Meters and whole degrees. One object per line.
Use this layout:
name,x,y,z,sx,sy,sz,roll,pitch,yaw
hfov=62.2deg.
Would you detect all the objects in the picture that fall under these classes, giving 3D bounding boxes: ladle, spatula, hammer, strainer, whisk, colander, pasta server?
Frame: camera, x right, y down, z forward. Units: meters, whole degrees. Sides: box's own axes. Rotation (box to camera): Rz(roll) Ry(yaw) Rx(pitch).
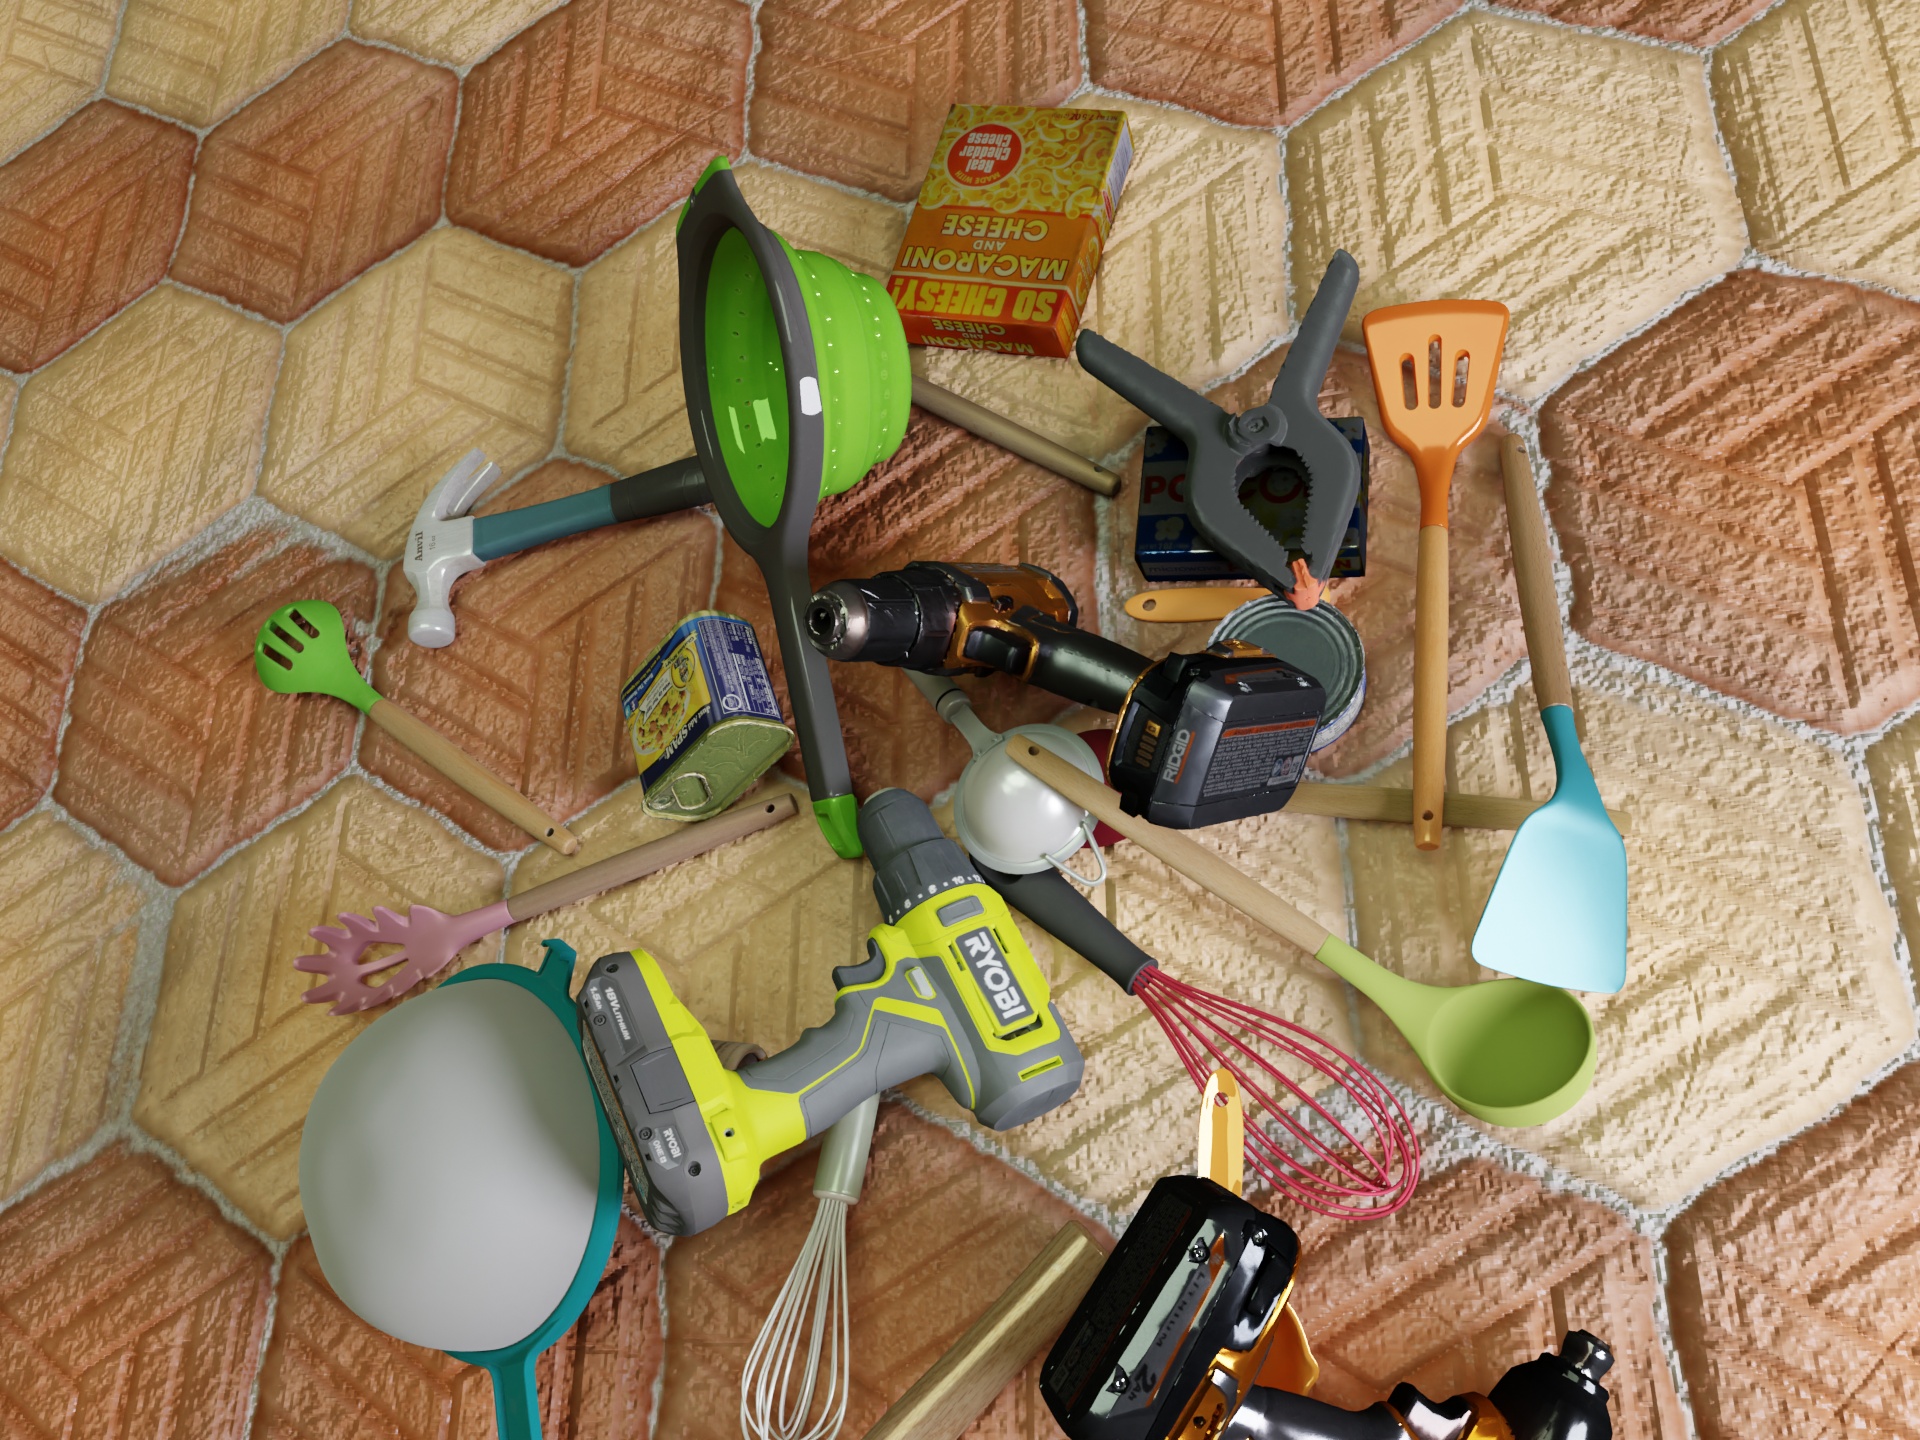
ladle,0.184,0.043,0.840,0.315,0.031,0.069,3,73,17
spatula,0.292,-0.020,0.811,0.082,0.044,0.318,13,56,-11
hammer,-0.212,-0.144,1.038,0.331,0.033,0.128,-13,66,12
strainer,-0.265,0.290,0.808,0.211,0.095,0.341,-27,65,30
strainer,-0.001,-0.003,0.894,0.087,0.050,0.259,-41,51,1
whisk,-0.067,0.254,0.822,0.059,0.057,0.246,-1,63,26
colander,-0.073,-0.122,0.924,0.094,0.204,0.397,-11,88,-24
pasta server,-0.245,0.103,0.944,0.316,0.040,0.060,-21,76,7
spatula,0.253,-0.085,0.854,0.081,0.041,0.323,0,64,17
hammer,-0.049,0.369,0.753,0.331,0.031,0.130,-42,99,-11
ladle,0.157,0.090,0.778,0.320,0.062,0.078,33,61,14
whisk,0.106,0.143,0.808,0.296,0.073,0.073,38,83,33

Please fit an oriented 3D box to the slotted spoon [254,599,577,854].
slotted spoon,-0.358,0.003,1.028,0.314,0.031,0.070,31,80,24

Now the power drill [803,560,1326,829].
power drill,0.047,-0.025,0.809,0.226,0.185,0.084,28,110,34

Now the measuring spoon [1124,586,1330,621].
measuring spoon,0.150,-0.069,0.903,0.117,0.011,0.021,-2,68,17

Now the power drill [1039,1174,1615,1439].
power drill,0.167,0.289,0.673,0.226,0.084,0.164,36,81,-6

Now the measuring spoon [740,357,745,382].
measuring spoon,-0.158,-0.273,1.081,0.034,0.018,0.124,-35,62,2

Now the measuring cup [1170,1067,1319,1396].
measuring cup,0.115,0.250,0.742,0.095,0.052,0.174,4,79,-2

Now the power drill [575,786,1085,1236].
power drill,-0.073,0.142,0.810,0.228,0.080,0.191,-18,63,-23

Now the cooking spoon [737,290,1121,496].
cooking spoon,-0.033,-0.212,1.012,0.319,0.017,0.069,30,48,24
